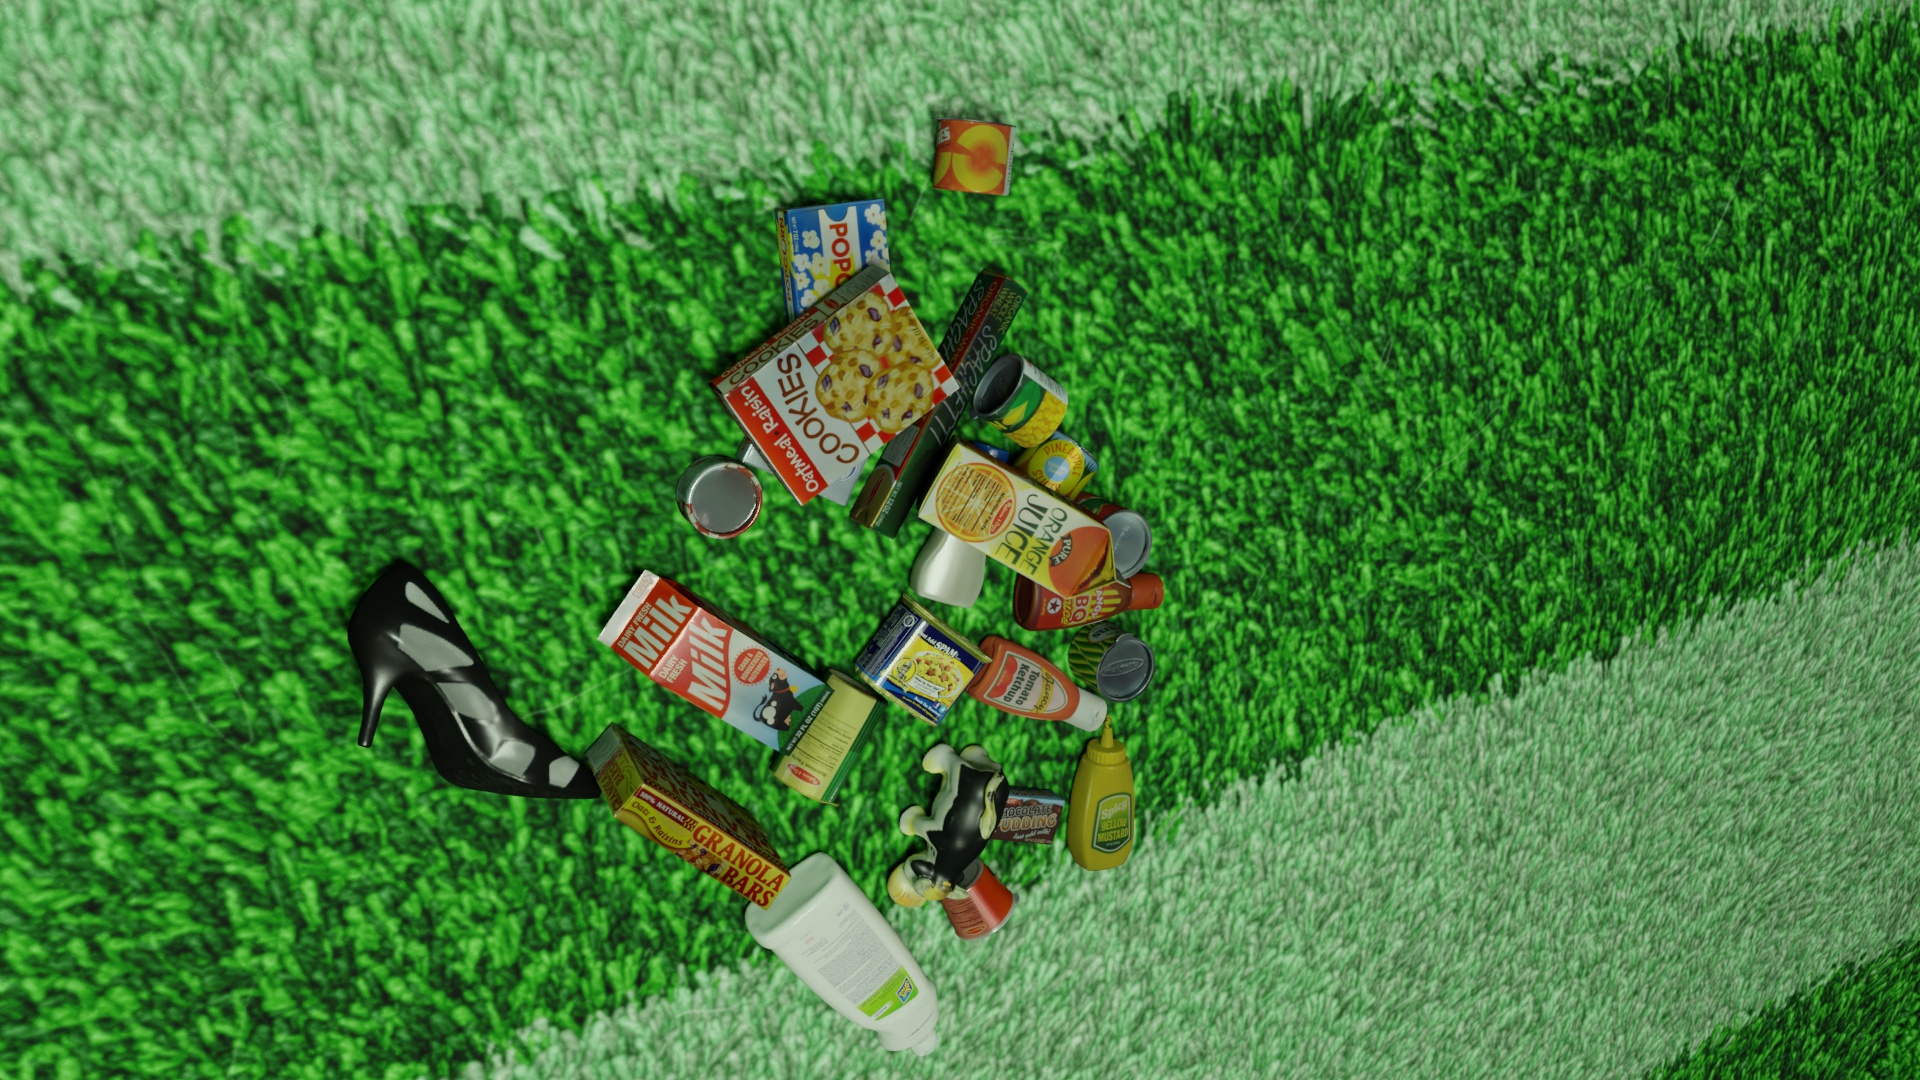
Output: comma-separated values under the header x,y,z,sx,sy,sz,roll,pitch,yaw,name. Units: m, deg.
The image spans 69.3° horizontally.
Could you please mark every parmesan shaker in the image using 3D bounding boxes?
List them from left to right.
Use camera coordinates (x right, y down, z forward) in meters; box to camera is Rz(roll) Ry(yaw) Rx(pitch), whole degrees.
x,y,z,sx,sy,sz,roll,pitch,yaw,name
-0.114,0.175,1.239,0.071,0.071,0.103,30,89,-30,parmesan shaker

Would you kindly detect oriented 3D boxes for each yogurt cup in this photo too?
x,y,z,sx,sy,sz,roll,pitch,yaw,name
0.012,0.348,1.355,0.072,0.072,0.054,-36,109,-13,yogurt cup

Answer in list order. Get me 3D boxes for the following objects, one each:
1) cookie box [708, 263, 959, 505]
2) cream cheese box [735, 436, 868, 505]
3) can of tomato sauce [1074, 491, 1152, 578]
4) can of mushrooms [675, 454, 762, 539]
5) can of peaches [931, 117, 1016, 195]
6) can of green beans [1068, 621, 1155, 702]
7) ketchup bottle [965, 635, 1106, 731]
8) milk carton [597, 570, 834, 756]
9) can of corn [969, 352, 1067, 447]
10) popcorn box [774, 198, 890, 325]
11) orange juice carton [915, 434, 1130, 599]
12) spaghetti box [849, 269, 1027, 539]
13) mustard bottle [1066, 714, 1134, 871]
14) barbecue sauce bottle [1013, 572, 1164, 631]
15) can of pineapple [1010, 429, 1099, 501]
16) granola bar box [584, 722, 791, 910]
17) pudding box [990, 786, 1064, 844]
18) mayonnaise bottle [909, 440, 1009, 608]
x,y,z,sx,sy,sz,roll,pitch,yaw,name
-0.101,-0.127,1.135,0.168,0.040,0.122,-38,124,-8,cookie box
-0.133,-0.073,1.184,0.104,0.024,0.053,24,94,-30,cream cheese box
0.128,-0.006,1.300,0.071,0.083,0.071,-8,108,-24,can of tomato sauce
-0.199,-0.035,1.157,0.071,0.033,0.070,-7,107,-25,can of mushrooms
0.009,-0.321,1.162,0.071,0.071,0.058,-2,106,-26,can of peaches
0.147,0.118,1.360,0.071,0.058,0.071,-8,108,-24,can of green beans
0.076,0.144,1.340,0.149,0.043,0.064,26,93,-30,ketchup bottle
-0.207,0.100,1.168,0.190,0.073,0.072,35,88,-29,milk carton
0.052,-0.122,1.240,0.058,0.071,0.071,32,89,-30,can of corn
-0.103,-0.215,1.151,0.085,0.038,0.126,-12,110,-22,popcorn box
0.061,-0.012,1.204,0.193,0.072,0.073,29,97,-8,orange juice carton
-0.020,-0.120,1.213,0.028,0.050,0.250,28,91,-31,spaghetti box
0.144,0.252,1.401,0.065,0.049,0.159,-7,107,-27,mustard bottle
0.125,0.052,1.338,0.149,0.044,0.064,-2,110,-27,barbecue sauce bottle
0.084,-0.065,1.270,0.071,0.071,0.058,39,86,-30,can of pineapple
-0.228,0.230,1.165,0.165,0.124,0.039,41,86,-30,granola bar box
0.057,0.270,1.374,0.084,0.030,0.049,12,98,-29,pudding box
0.005,-0.016,1.261,0.065,0.041,0.148,17,95,-24,mayonnaise bottle
